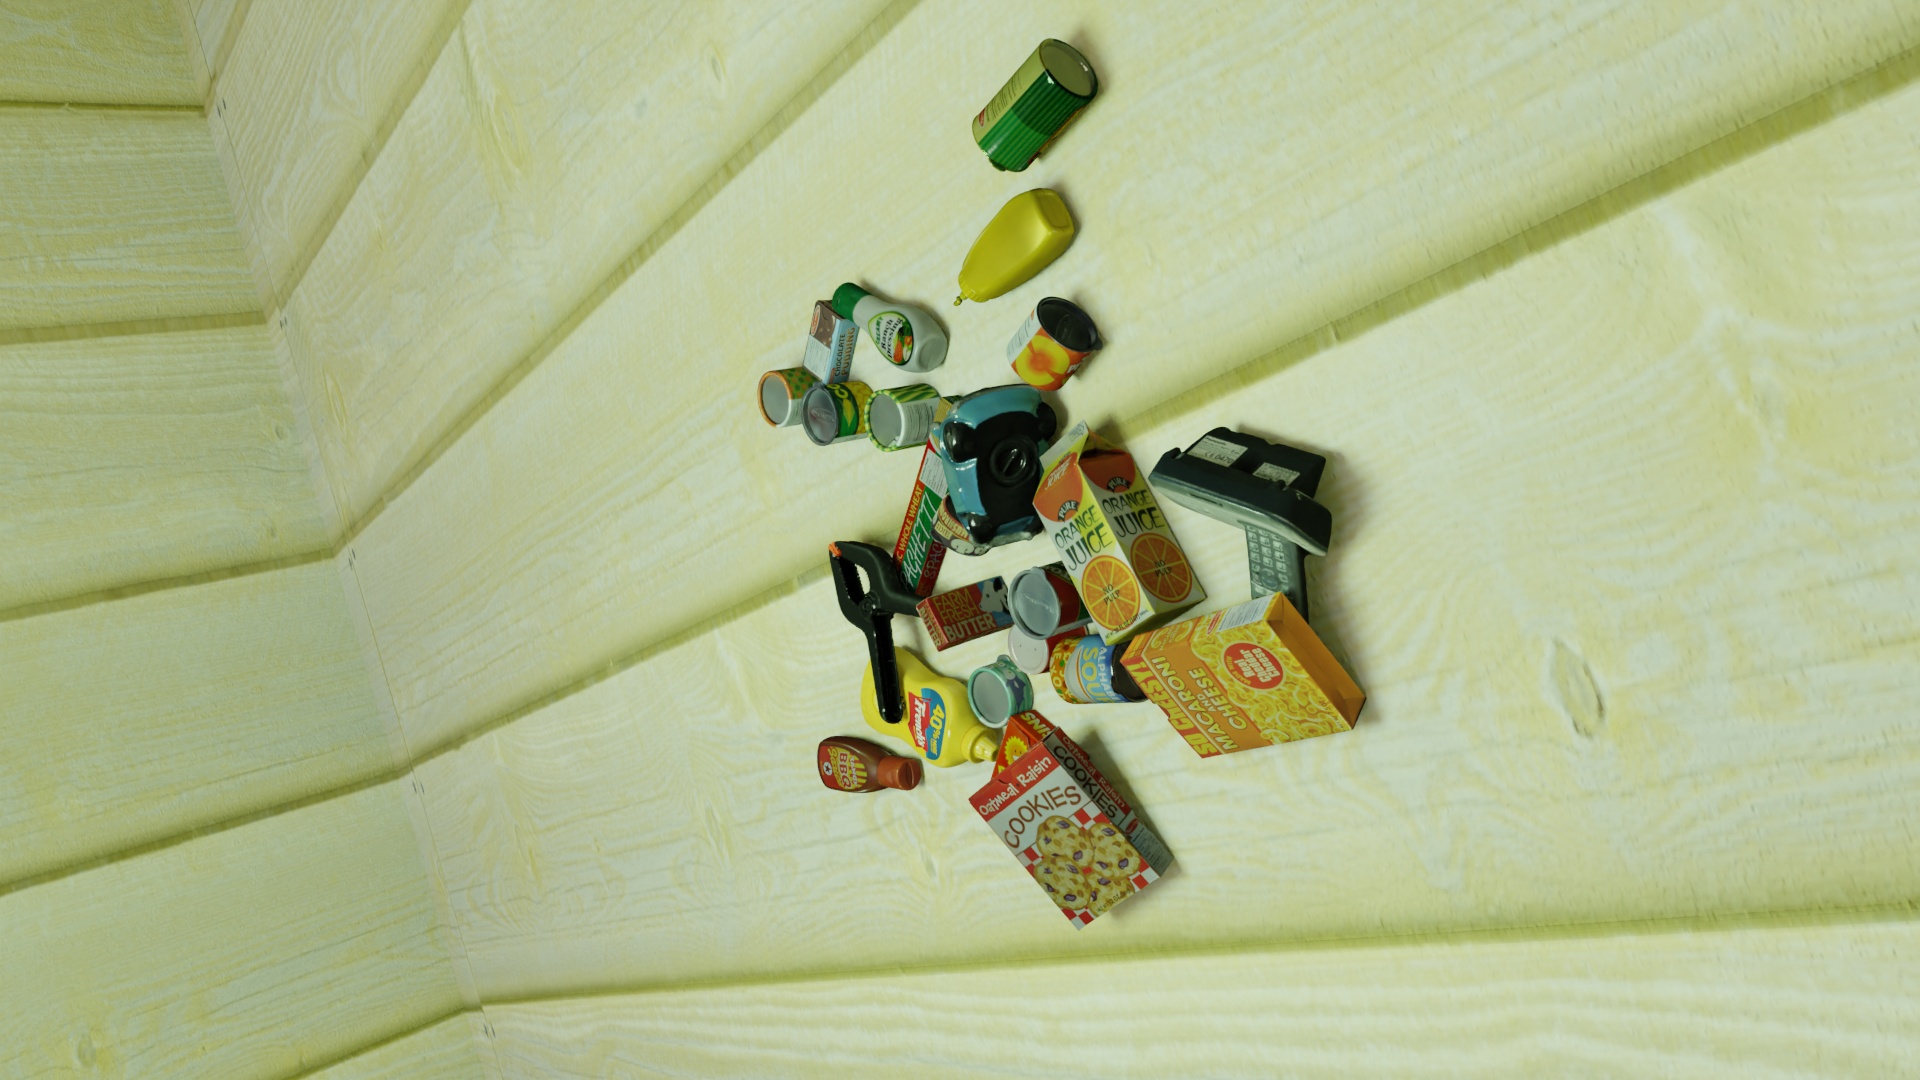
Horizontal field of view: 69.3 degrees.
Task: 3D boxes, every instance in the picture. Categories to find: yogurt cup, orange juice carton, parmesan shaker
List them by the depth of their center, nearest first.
[{"bbox_3d":[0.066,-0.382,1.229,0.102,0.071,0.071,-37,73,46],"label":"parmesan shaker"},{"bbox_3d":[0.133,-0.010,1.253,0.071,0.073,0.193,-41,70,46],"label":"orange juice carton"},{"bbox_3d":[0.083,0.098,1.351,0.072,0.054,0.072,15,110,44],"label":"yogurt cup"}]

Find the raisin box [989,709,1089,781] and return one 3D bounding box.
[{"bbox_3d":[0.074,0.247,1.413,0.086,0.040,0.122,38,126,36],"label":"raisin box"}]

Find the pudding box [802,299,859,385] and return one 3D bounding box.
[{"bbox_3d":[-0.143,-0.218,1.533,0.050,0.030,0.083,39,127,36],"label":"pudding box"}]

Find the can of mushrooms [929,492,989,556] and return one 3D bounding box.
[{"bbox_3d":[0.005,-0.017,1.393,0.071,0.071,0.033,50,131,27],"label":"can of mushrooms"}]

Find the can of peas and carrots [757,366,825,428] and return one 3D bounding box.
[{"bbox_3d":[-0.191,-0.165,1.578,0.071,0.059,0.070,15,111,44],"label":"can of peas and carrots"}]

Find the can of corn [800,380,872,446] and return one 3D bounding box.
[{"bbox_3d":[-0.132,-0.142,1.520,0.071,0.058,0.071,16,112,45],"label":"can of corn"}]

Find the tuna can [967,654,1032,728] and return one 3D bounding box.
[{"bbox_3d":[0.040,0.156,1.431,0.071,0.033,0.071,16,113,44],"label":"tuna can"}]

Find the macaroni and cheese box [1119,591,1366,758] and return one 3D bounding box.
[{"bbox_3d":[0.232,0.117,1.163,0.123,0.040,0.166,49,140,-14],"label":"macaroni and cheese box"}]

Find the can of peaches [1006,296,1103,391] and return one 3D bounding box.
[{"bbox_3d":[0.085,-0.177,1.267,0.071,0.071,0.057,59,136,19],"label":"can of peaches"}]

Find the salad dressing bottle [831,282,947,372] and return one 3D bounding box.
[{"bbox_3d":[-0.077,-0.225,1.447,0.148,0.044,0.064,37,124,36],"label":"salad dressing bottle"}]

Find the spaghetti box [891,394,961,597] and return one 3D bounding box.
[{"bbox_3d":[-0.029,-0.034,1.458,0.050,0.029,0.248,41,128,33],"label":"spaghetti box"}]

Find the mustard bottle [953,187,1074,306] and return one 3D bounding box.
[{"bbox_3d":[0.040,-0.266,1.304,0.159,0.049,0.065,-35,74,47],"label":"mustard bottle"}]

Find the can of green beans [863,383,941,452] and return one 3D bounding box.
[{"bbox_3d":[-0.058,-0.128,1.443,0.071,0.058,0.071,16,112,45],"label":"can of green beans"}]

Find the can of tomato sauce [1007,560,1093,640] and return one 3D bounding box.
[{"bbox_3d":[0.097,0.050,1.301,0.071,0.083,0.071,16,112,45],"label":"can of tomato sauce"}]

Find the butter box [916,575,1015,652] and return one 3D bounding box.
[{"bbox_3d":[0.008,0.073,1.389,0.024,0.104,0.053,-42,70,46],"label":"butter box"}]

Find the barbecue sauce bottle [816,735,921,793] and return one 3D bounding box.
[{"bbox_3d":[-0.106,0.264,1.613,0.148,0.044,0.064,-2,98,48],"label":"barbecue sauce bottle"}]

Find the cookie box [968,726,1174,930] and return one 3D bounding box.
[{"bbox_3d":[0.104,0.279,1.343,0.167,0.040,0.122,49,126,6],"label":"cookie box"}]

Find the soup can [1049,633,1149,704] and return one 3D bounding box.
[{"bbox_3d":[0.132,0.120,1.290,0.083,0.071,0.071,-11,93,49],"label":"soup can"}]
